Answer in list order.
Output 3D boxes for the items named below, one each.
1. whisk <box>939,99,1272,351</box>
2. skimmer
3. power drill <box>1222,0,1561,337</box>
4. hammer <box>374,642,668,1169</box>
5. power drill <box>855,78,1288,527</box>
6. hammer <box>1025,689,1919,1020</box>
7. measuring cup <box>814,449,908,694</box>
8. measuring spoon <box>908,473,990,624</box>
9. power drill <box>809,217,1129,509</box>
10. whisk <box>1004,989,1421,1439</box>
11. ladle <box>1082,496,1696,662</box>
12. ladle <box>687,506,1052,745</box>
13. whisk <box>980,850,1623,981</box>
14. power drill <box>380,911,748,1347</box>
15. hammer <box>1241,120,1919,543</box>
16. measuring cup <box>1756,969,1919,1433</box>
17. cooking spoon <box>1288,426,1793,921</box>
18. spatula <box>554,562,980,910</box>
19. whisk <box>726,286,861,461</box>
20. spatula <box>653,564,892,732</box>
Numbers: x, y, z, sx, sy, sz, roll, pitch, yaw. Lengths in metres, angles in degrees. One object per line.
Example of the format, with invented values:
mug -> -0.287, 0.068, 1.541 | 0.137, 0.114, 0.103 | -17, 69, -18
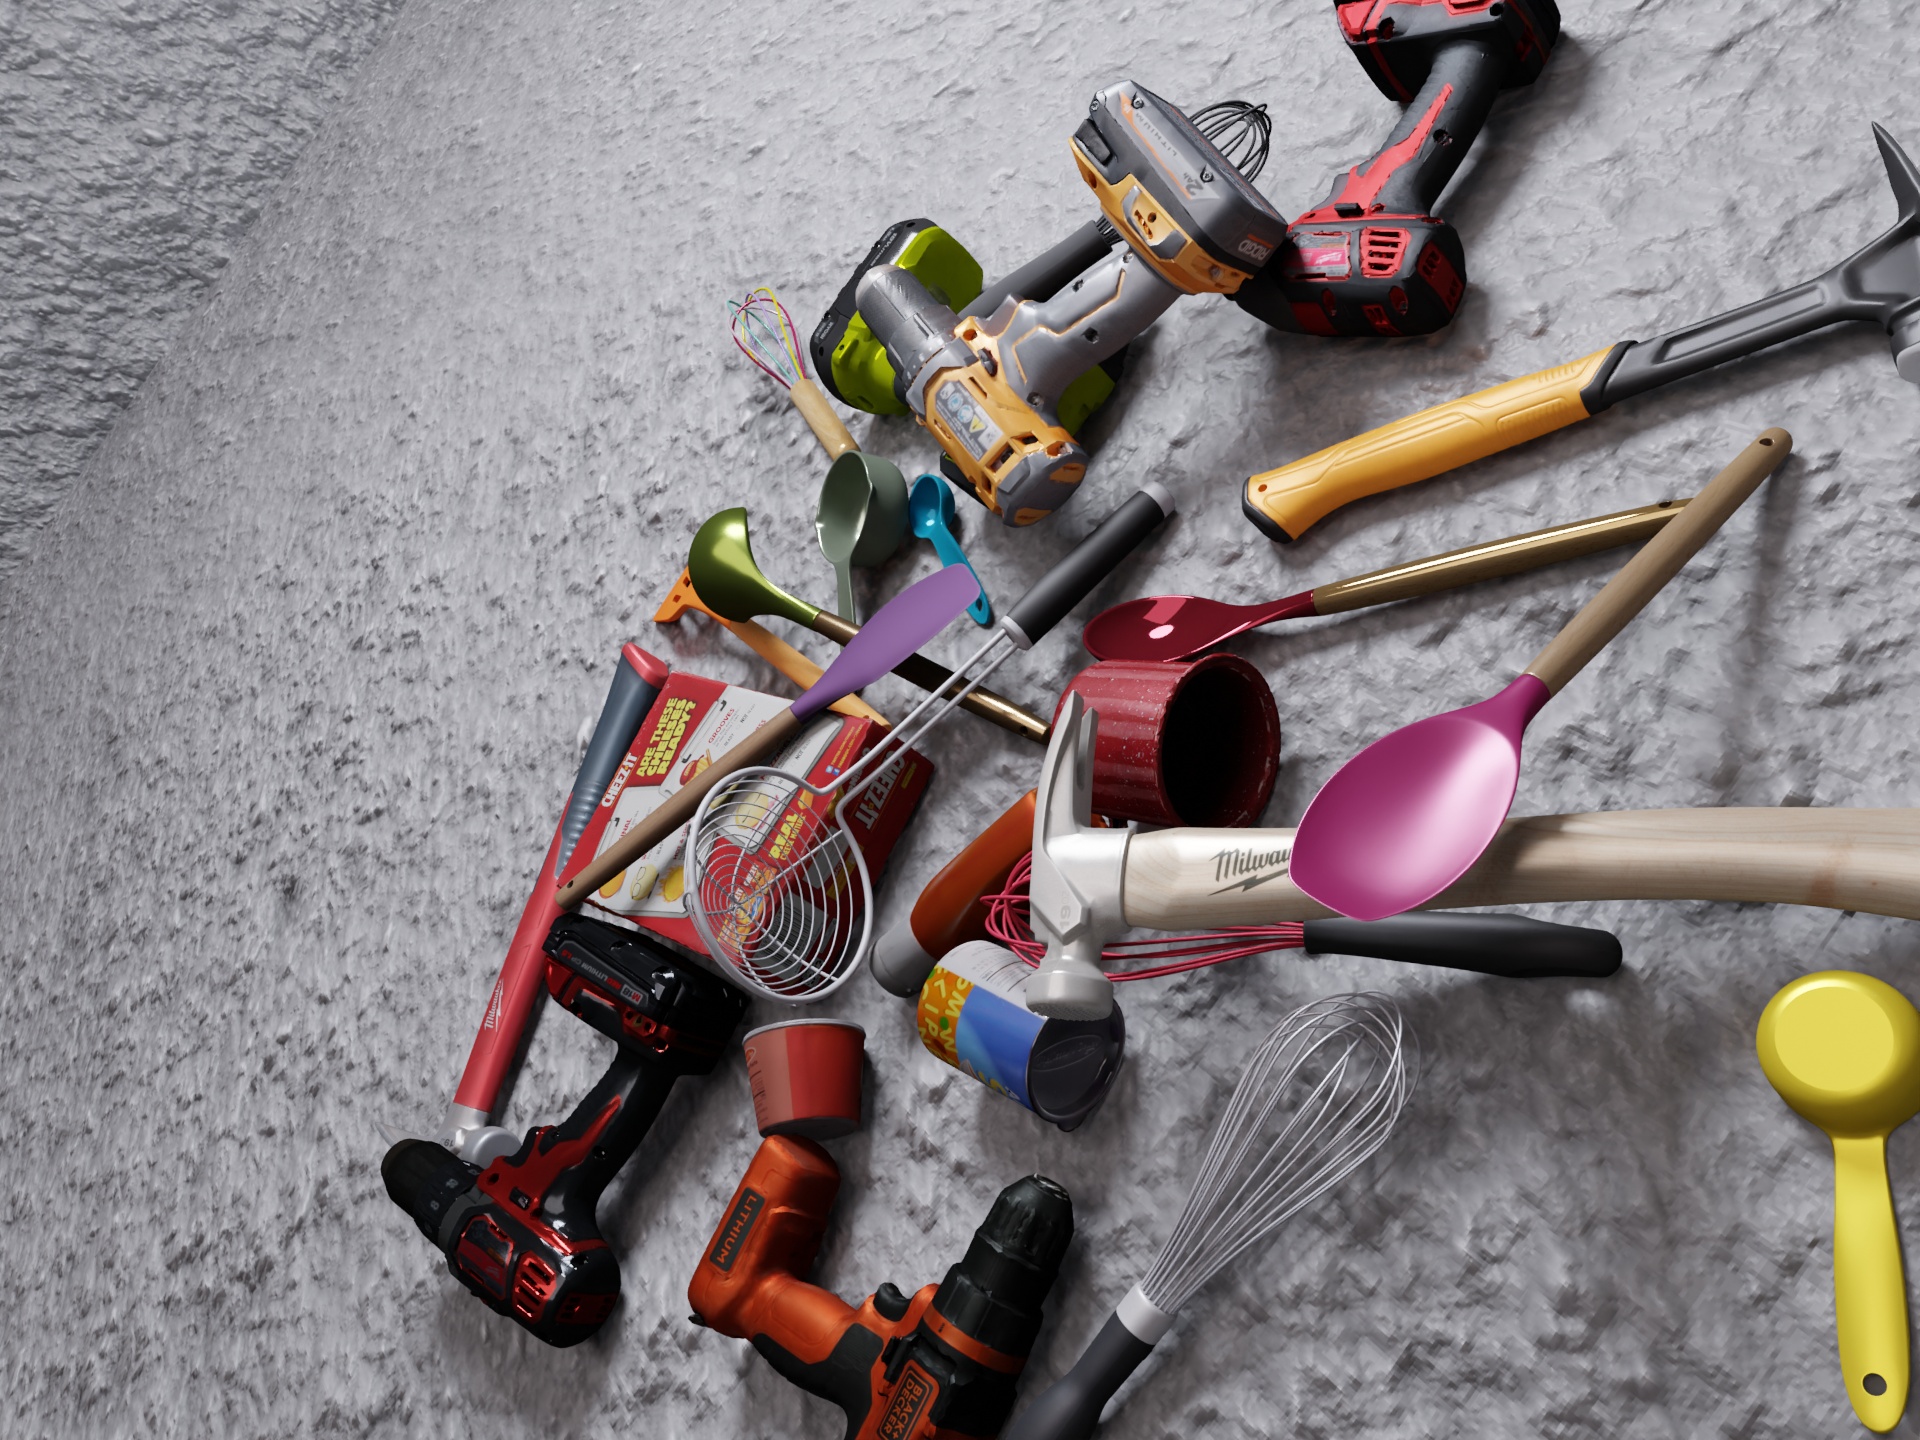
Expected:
whisk -> 0.084, -0.291, 0.955 | 0.239, 0.055, 0.055 | -32, 47, 18
skimmer -> -0.001, -0.003, 0.861 | 0.363, 0.127, 0.090 | -43, 20, -10
power drill -> 0.235, -0.316, 0.890 | 0.143, 0.078, 0.220 | 14, 78, 46
hammer -> -0.299, 0.125, 1.127 | 0.143, 0.038, 0.386 | -1, 64, 44
power drill -> 0.049, -0.250, 0.907 | 0.226, 0.084, 0.185 | -46, 70, 27
hammer -> 0.221, 0.047, 0.632 | 0.411, 0.038, 0.146 | -4, 68, 25
measuring cup -> -0.061, -0.096, 1.054 | 0.083, 0.038, 0.168 | -21, 68, 56
measuring spoon -> 0.000, -0.108, 1.018 | 0.042, 0.021, 0.129 | -59, 44, 38
power drill -> 0.011, -0.247, 1.052 | 0.171, 0.080, 0.223 | -54, 46, 2
whisk -> 0.100, 0.231, 0.685 | 0.284, 0.070, 0.070 | -55, 42, 8
ladle -> 0.203, -0.067, 0.794 | 0.315, 0.031, 0.069 | -12, 31, 34
ladle -> -0.060, -0.056, 0.994 | 0.320, 0.062, 0.078 | 27, 126, 34
whisk -> 0.140, 0.092, 0.716 | 0.296, 0.073, 0.073 | 1, 65, 31
power drill -> -0.248, 0.234, 0.963 | 0.188, 0.080, 0.227 | 22, 83, 33
hammer -> 0.290, -0.164, 0.772 | 0.337, 0.034, 0.127 | -18, 55, 34
measuring cup -> 0.310, 0.161, 0.552 | 0.062, 0.029, 0.157 | -12, 56, 38
cooking spoon -> 0.247, -0.028, 0.643 | 0.319, 0.017, 0.069 | -40, 46, -20
spatula -> -0.117, 0.011, 0.939 | 0.316, 0.018, 0.060 | -39, 36, 5
whisk -> -0.127, -0.265, 1.212 | 0.047, 0.051, 0.245 | -40, 47, 8
spatula -> -0.134, -0.054, 1.095 | 0.323, 0.041, 0.081 | 35, 91, 45
